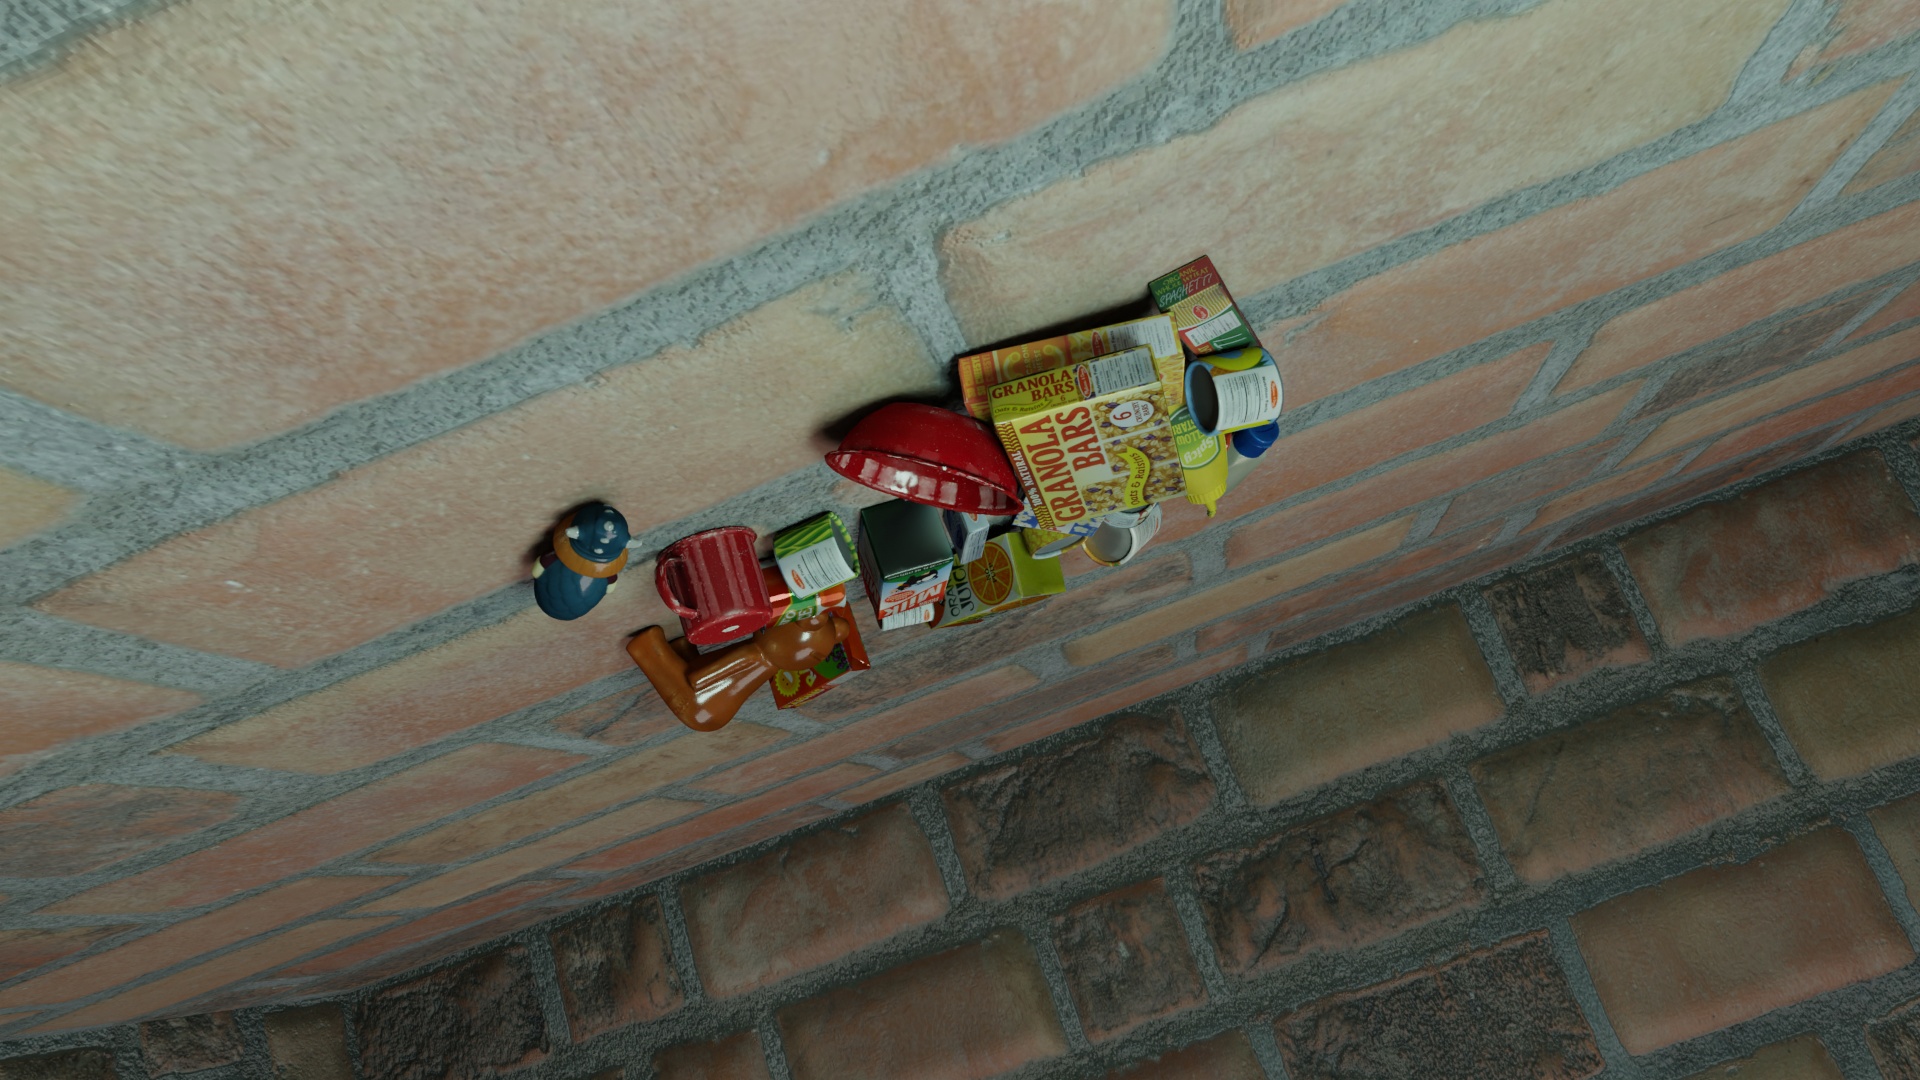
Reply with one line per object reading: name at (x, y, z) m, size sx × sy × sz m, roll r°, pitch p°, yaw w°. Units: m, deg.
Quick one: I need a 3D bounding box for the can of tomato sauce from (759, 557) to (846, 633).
can of tomato sauce at (-0.160, 0.047, 1.353) m, size 0.083 × 0.071 × 0.071 m, roll -15°, pitch 163°, yaw -18°

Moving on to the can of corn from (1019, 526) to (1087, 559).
can of corn at (0.095, -0.020, 1.452) m, size 0.071 × 0.058 × 0.071 m, roll -18°, pitch 164°, yaw -5°

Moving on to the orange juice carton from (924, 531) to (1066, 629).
orange juice carton at (0.020, 0.049, 1.542) m, size 0.072 × 0.073 × 0.192 m, roll -5°, pitch 167°, yaw -44°

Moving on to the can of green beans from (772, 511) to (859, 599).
can of green beans at (-0.133, 0.014, 1.284) m, size 0.058 × 0.071 × 0.071 m, roll -23°, pitch 163°, yaw 9°

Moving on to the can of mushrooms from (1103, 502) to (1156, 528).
can of mushrooms at (0.170, -0.050, 1.434) m, size 0.071 × 0.071 × 0.033 m, roll -16°, pitch 162°, yaw -12°

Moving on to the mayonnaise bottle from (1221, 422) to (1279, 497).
mayonnaise bottle at (0.294, -0.089, 1.493) m, size 0.065 × 0.041 × 0.147 m, roll -15°, pitch 162°, yaw -21°

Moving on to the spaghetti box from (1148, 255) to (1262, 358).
spaghetti box at (0.211, -0.172, 1.144) m, size 0.050 × 0.029 × 0.250 m, roll -24°, pitch 163°, yaw 17°

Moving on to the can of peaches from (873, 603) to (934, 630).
can of peaches at (-0.065, 0.059, 1.514) m, size 0.058 × 0.071 × 0.071 m, roll -12°, pitch 163°, yaw -11°

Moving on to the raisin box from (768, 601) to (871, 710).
raisin box at (-0.170, 0.133, 1.596) m, size 0.123 × 0.086 × 0.040 m, roll -30°, pitch 162°, yaw 32°

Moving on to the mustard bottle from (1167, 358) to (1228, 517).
mustard bottle at (0.207, -0.083, 1.239) m, size 0.065 × 0.049 × 0.159 m, roll -25°, pitch 121°, yaw 2°

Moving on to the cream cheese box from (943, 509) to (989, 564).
cream cheese box at (0.005, -0.017, 1.366) m, size 0.024 × 0.053 × 0.103 m, roll -19°, pitch 164°, yaw -10°

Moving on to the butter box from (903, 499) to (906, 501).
butter box at (-0.007, -0.068, 1.237) m, size 0.103 × 0.024 × 0.053 m, roll -18°, pitch 163°, yaw -5°

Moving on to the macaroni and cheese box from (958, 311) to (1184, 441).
macaroni and cheese box at (0.089, -0.125, 1.088) m, size 0.166 × 0.040 × 0.123 m, roll -11°, pitch 167°, yaw 5°

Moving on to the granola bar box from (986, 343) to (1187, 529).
granola bar box at (0.100, -0.075, 1.061) m, size 0.124 × 0.039 × 0.165 m, roll -14°, pitch 149°, yaw 9°

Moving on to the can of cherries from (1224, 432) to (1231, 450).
can of cherries at (0.214, -0.103, 1.309) m, size 0.058 × 0.071 × 0.071 m, roll -4°, pitch 157°, yaw -44°

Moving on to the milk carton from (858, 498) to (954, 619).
milk carton at (-0.058, 0.023, 1.389) m, size 0.072 × 0.073 × 0.190 m, roll -16°, pitch 164°, yaw -11°

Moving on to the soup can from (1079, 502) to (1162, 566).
soup can at (0.170, -0.017, 1.496) m, size 0.071 × 0.071 × 0.084 m, roll -31°, pitch -177°, yaw 33°

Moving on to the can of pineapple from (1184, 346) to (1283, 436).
can of pineapple at (0.224, -0.123, 1.145) m, size 0.058 × 0.071 × 0.070 m, roll -13°, pitch 163°, yaw -15°

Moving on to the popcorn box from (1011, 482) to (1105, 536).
popcorn box at (0.103, -0.046, 1.359) m, size 0.085 × 0.038 × 0.126 m, roll 10°, pitch 160°, yaw -5°
